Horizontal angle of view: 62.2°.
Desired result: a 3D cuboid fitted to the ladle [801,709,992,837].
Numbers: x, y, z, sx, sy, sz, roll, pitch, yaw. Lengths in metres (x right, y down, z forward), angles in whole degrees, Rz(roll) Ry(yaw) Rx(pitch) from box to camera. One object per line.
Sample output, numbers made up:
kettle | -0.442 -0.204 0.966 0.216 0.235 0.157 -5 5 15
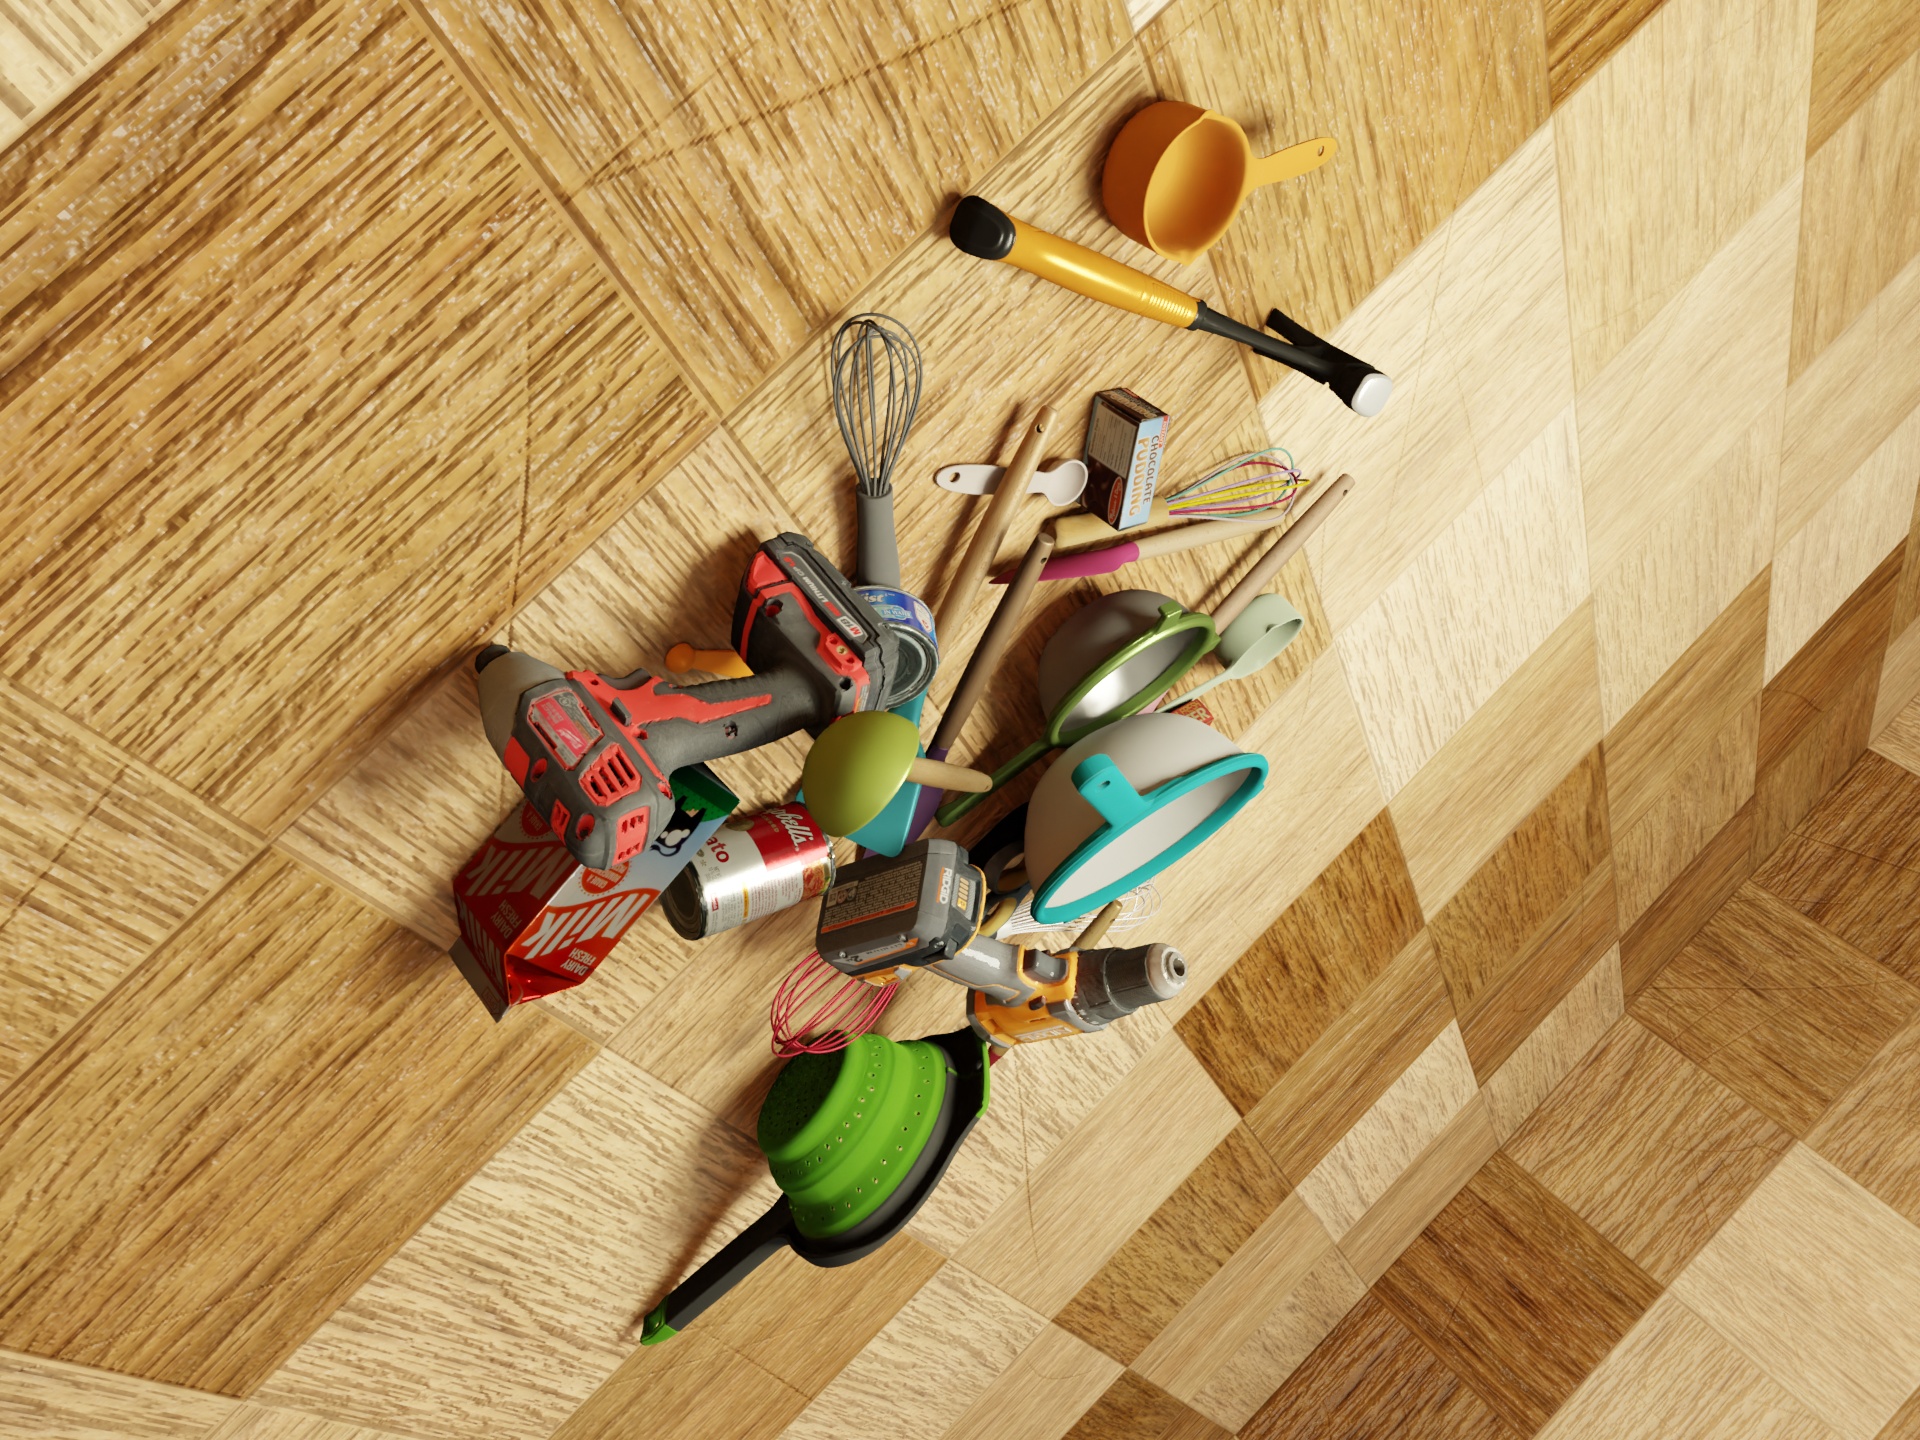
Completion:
ladle | -0.020 0.039 0.995 0.078 0.062 0.320 -48 164 7

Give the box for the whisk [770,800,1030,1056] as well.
whisk | -0.035 0.155 1.228 0.296 0.073 0.073 -40 143 -23

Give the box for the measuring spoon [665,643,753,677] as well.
measuring spoon | -0.135 -0.033 0.996 0.116 0.011 0.021 5 118 -47

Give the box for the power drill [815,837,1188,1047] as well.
power drill | 0.034 0.165 1.133 0.226 0.185 0.084 34 51 -35

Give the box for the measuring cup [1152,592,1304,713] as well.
measuring cup | 0.204 -0.049 1.303 0.167 0.038 0.083 -32 160 -8

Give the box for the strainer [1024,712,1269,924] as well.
strainer | 0.105 0.043 1.143 0.211 0.095 0.340 -35 160 5

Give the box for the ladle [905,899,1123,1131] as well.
ladle | 0.047 0.267 1.375 0.069 0.031 0.315 9 126 -45

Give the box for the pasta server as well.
pasta server | 0.200 -0.084 1.269 0.316 0.040 0.060 -47 143 -4

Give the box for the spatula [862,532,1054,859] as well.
spatula | -0.002 -0.004 1.114 0.059 0.018 0.315 -14 142 -42

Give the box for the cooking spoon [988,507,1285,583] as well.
cooking spoon | 0.142 -0.129 1.171 0.319 0.069 0.017 -17 104 -42

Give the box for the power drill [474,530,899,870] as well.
power drill | -0.155 -0.018 0.892 0.219 0.143 0.078 -28 154 -34

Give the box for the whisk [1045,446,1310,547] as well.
whisk | 0.165 -0.160 1.167 0.245 0.047 0.051 -16 133 -32

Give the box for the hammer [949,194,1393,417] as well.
hammer | 0.128 -0.267 1.008 0.336 0.127 0.034 9 117 -38

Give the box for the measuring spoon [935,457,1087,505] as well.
measuring spoon | 0.032 -0.162 1.056 0.124 0.018 0.034 -4 126 -36

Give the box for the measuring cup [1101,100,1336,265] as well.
measuring cup | 0.161 -0.347 0.992 0.173 0.052 0.095 -26 137 -31

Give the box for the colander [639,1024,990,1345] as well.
colander | -0.148 0.362 1.257 0.094 0.205 0.397 41 108 -20

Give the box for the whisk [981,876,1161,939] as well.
whisk | 0.056 0.164 1.330 0.284 0.070 0.070 -9 128 -35

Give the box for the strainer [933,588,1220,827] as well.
strainer | 0.069 -0.018 1.186 0.256 0.069 0.151 -38 163 13

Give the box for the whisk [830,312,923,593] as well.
whisk | -0.049 -0.140 0.964 0.055 0.055 0.238 -28 143 -26

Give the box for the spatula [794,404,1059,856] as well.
spatula | -0.010 -0.062 1.057 0.317 0.082 0.044 -64 174 17
